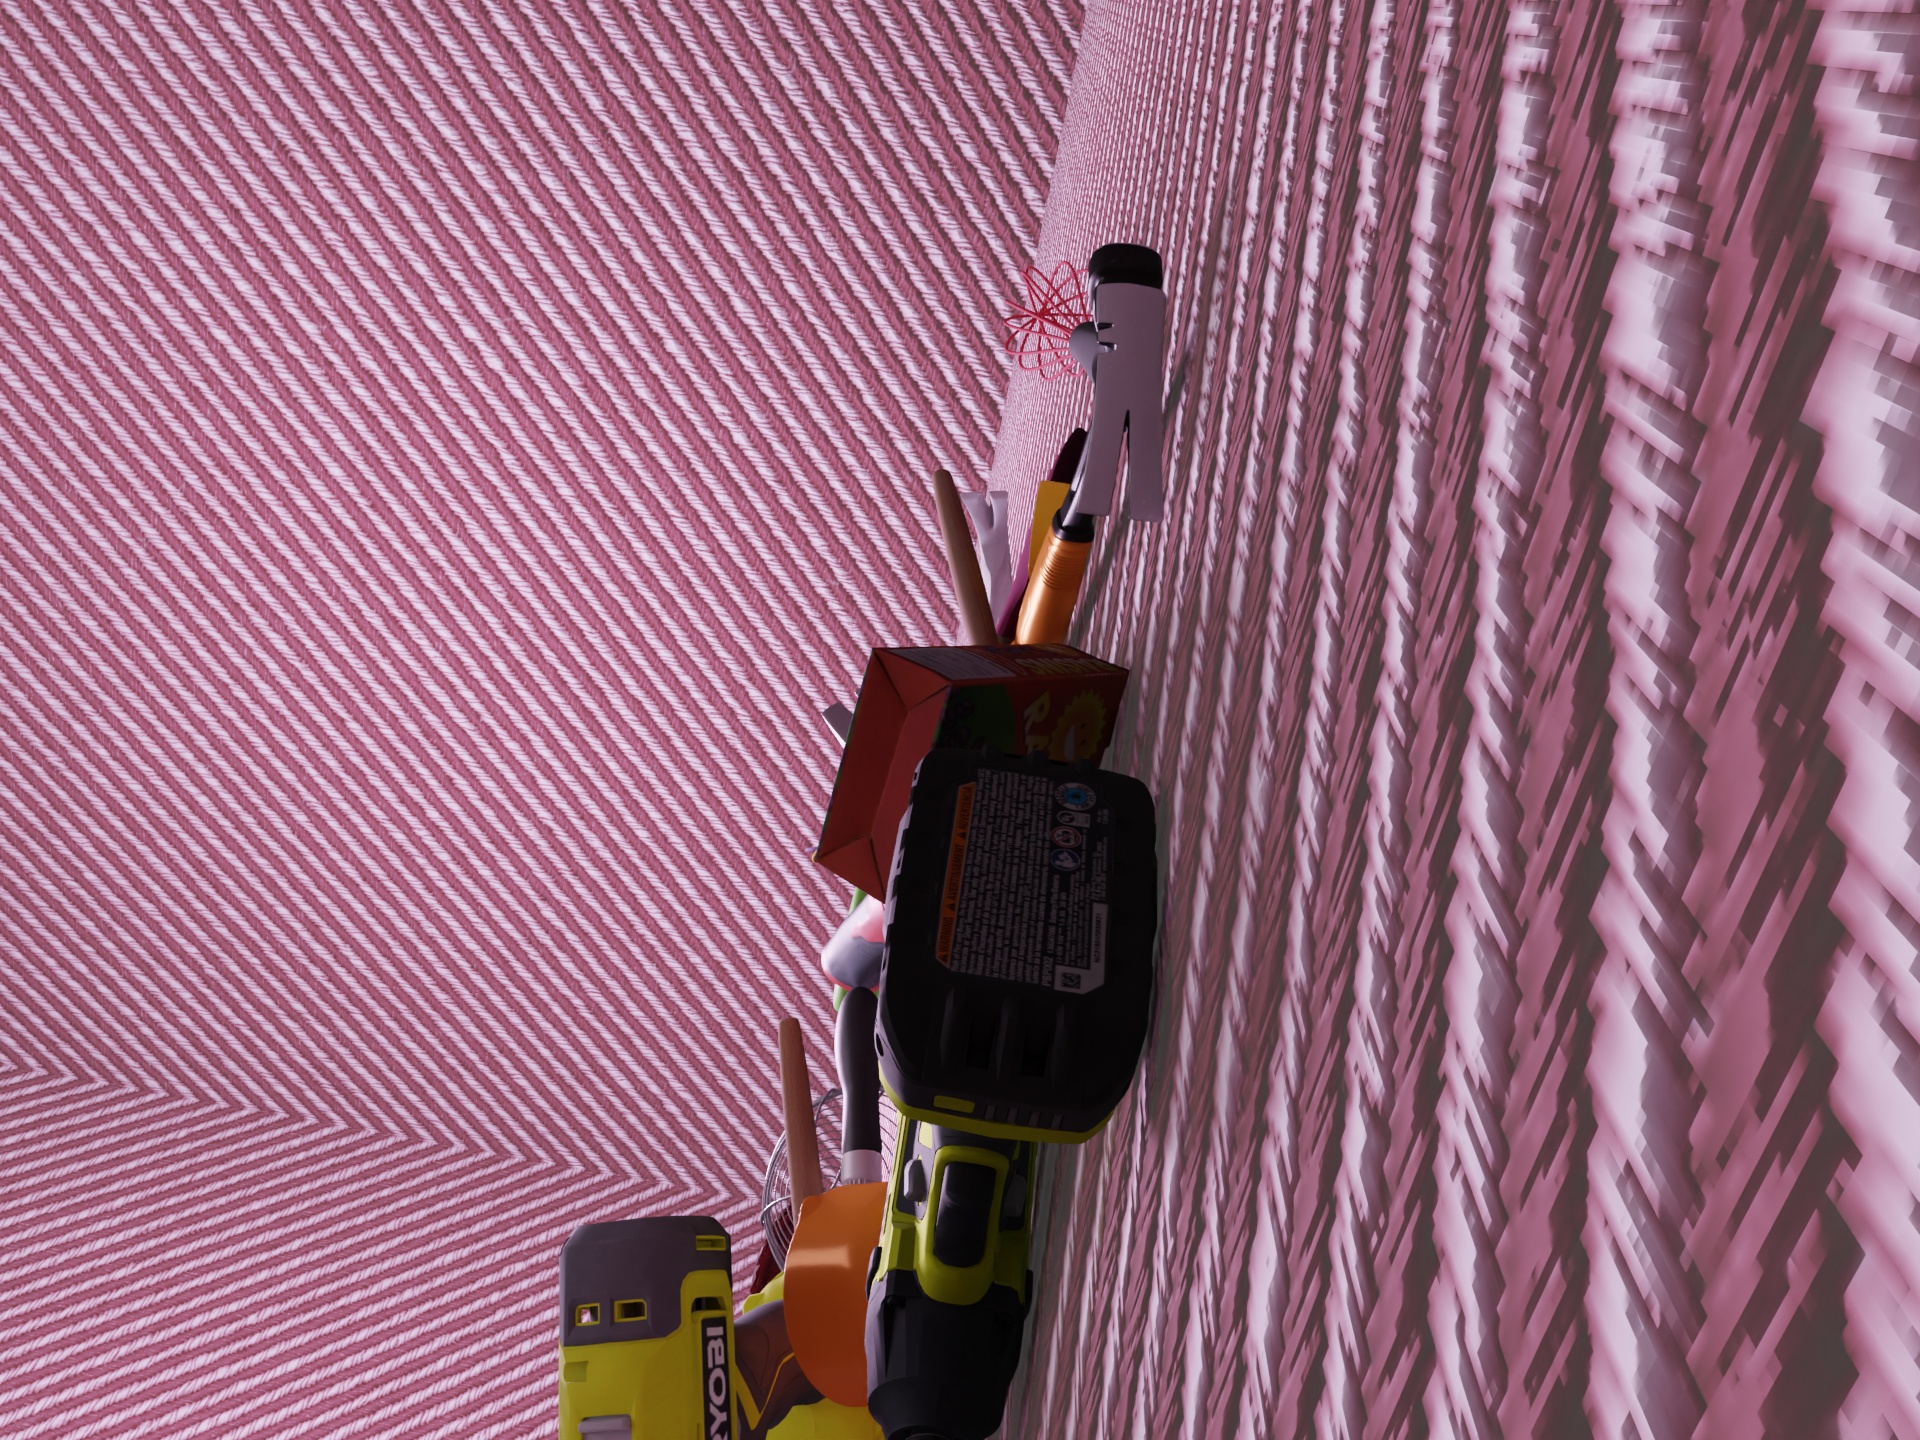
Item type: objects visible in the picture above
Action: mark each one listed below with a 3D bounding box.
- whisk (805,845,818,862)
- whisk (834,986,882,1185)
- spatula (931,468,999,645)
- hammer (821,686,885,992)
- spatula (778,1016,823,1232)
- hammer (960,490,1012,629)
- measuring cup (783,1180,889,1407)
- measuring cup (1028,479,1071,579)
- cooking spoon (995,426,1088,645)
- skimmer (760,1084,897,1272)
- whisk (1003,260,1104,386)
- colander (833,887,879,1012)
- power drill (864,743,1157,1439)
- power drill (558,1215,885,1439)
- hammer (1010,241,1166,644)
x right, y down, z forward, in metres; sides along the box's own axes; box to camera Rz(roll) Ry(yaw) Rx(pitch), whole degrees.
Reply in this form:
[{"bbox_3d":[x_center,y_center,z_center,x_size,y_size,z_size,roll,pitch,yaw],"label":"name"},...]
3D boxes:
[{"bbox_3d":[-0.027,0.074,1.049,0.047,0.051,0.245,-65,-21,10],"label":"whisk"},{"bbox_3d":[-0.053,0.273,0.853,0.070,0.070,0.285,104,166,-52],"label":"whisk"},{"bbox_3d":[0.014,-0.041,0.895,0.059,0.018,0.316,82,176,-47],"label":"spatula"},{"bbox_3d":[-0.046,0.092,0.865,0.143,0.038,0.386,56,162,6],"label":"hammer"},{"bbox_3d":[-0.087,0.321,0.861,0.082,0.044,0.318,82,180,-72],"label":"spatula"},{"bbox_3d":[0.015,0.004,1.088,0.406,0.035,0.143,-85,-11,-45],"label":"hammer"},{"bbox_3d":[-0.004,0.215,0.681,0.174,0.052,0.095,-41,-72,-51],"label":"measuring cup"},{"bbox_3d":[0.058,-0.074,0.934,0.156,0.029,0.062,86,-167,-49],"label":"measuring cup"},{"bbox_3d":[0.018,-0.027,0.971,0.319,0.017,0.068,-70,-18,4],"label":"cooking spoon"},{"bbox_3d":[-0.027,0.210,1.034,0.363,0.127,0.090,-63,-42,-55],"label":"skimmer"},{"bbox_3d":[0.068,-0.209,0.876,0.296,0.073,0.073,-105,25,-69],"label":"whisk"},{"bbox_3d":[-0.059,0.252,1.225,0.204,0.094,0.397,104,176,-55],"label":"colander"},{"bbox_3d":[0.007,0.135,0.531,0.171,0.080,0.223,-81,-1,-51],"label":"power drill"},{"bbox_3d":[-0.085,0.305,0.649,0.228,0.080,0.191,41,-139,-63],"label":"power drill"},{"bbox_3d":[0.052,-0.077,0.784,0.336,0.034,0.127,103,172,-66],"label":"hammer"}]
